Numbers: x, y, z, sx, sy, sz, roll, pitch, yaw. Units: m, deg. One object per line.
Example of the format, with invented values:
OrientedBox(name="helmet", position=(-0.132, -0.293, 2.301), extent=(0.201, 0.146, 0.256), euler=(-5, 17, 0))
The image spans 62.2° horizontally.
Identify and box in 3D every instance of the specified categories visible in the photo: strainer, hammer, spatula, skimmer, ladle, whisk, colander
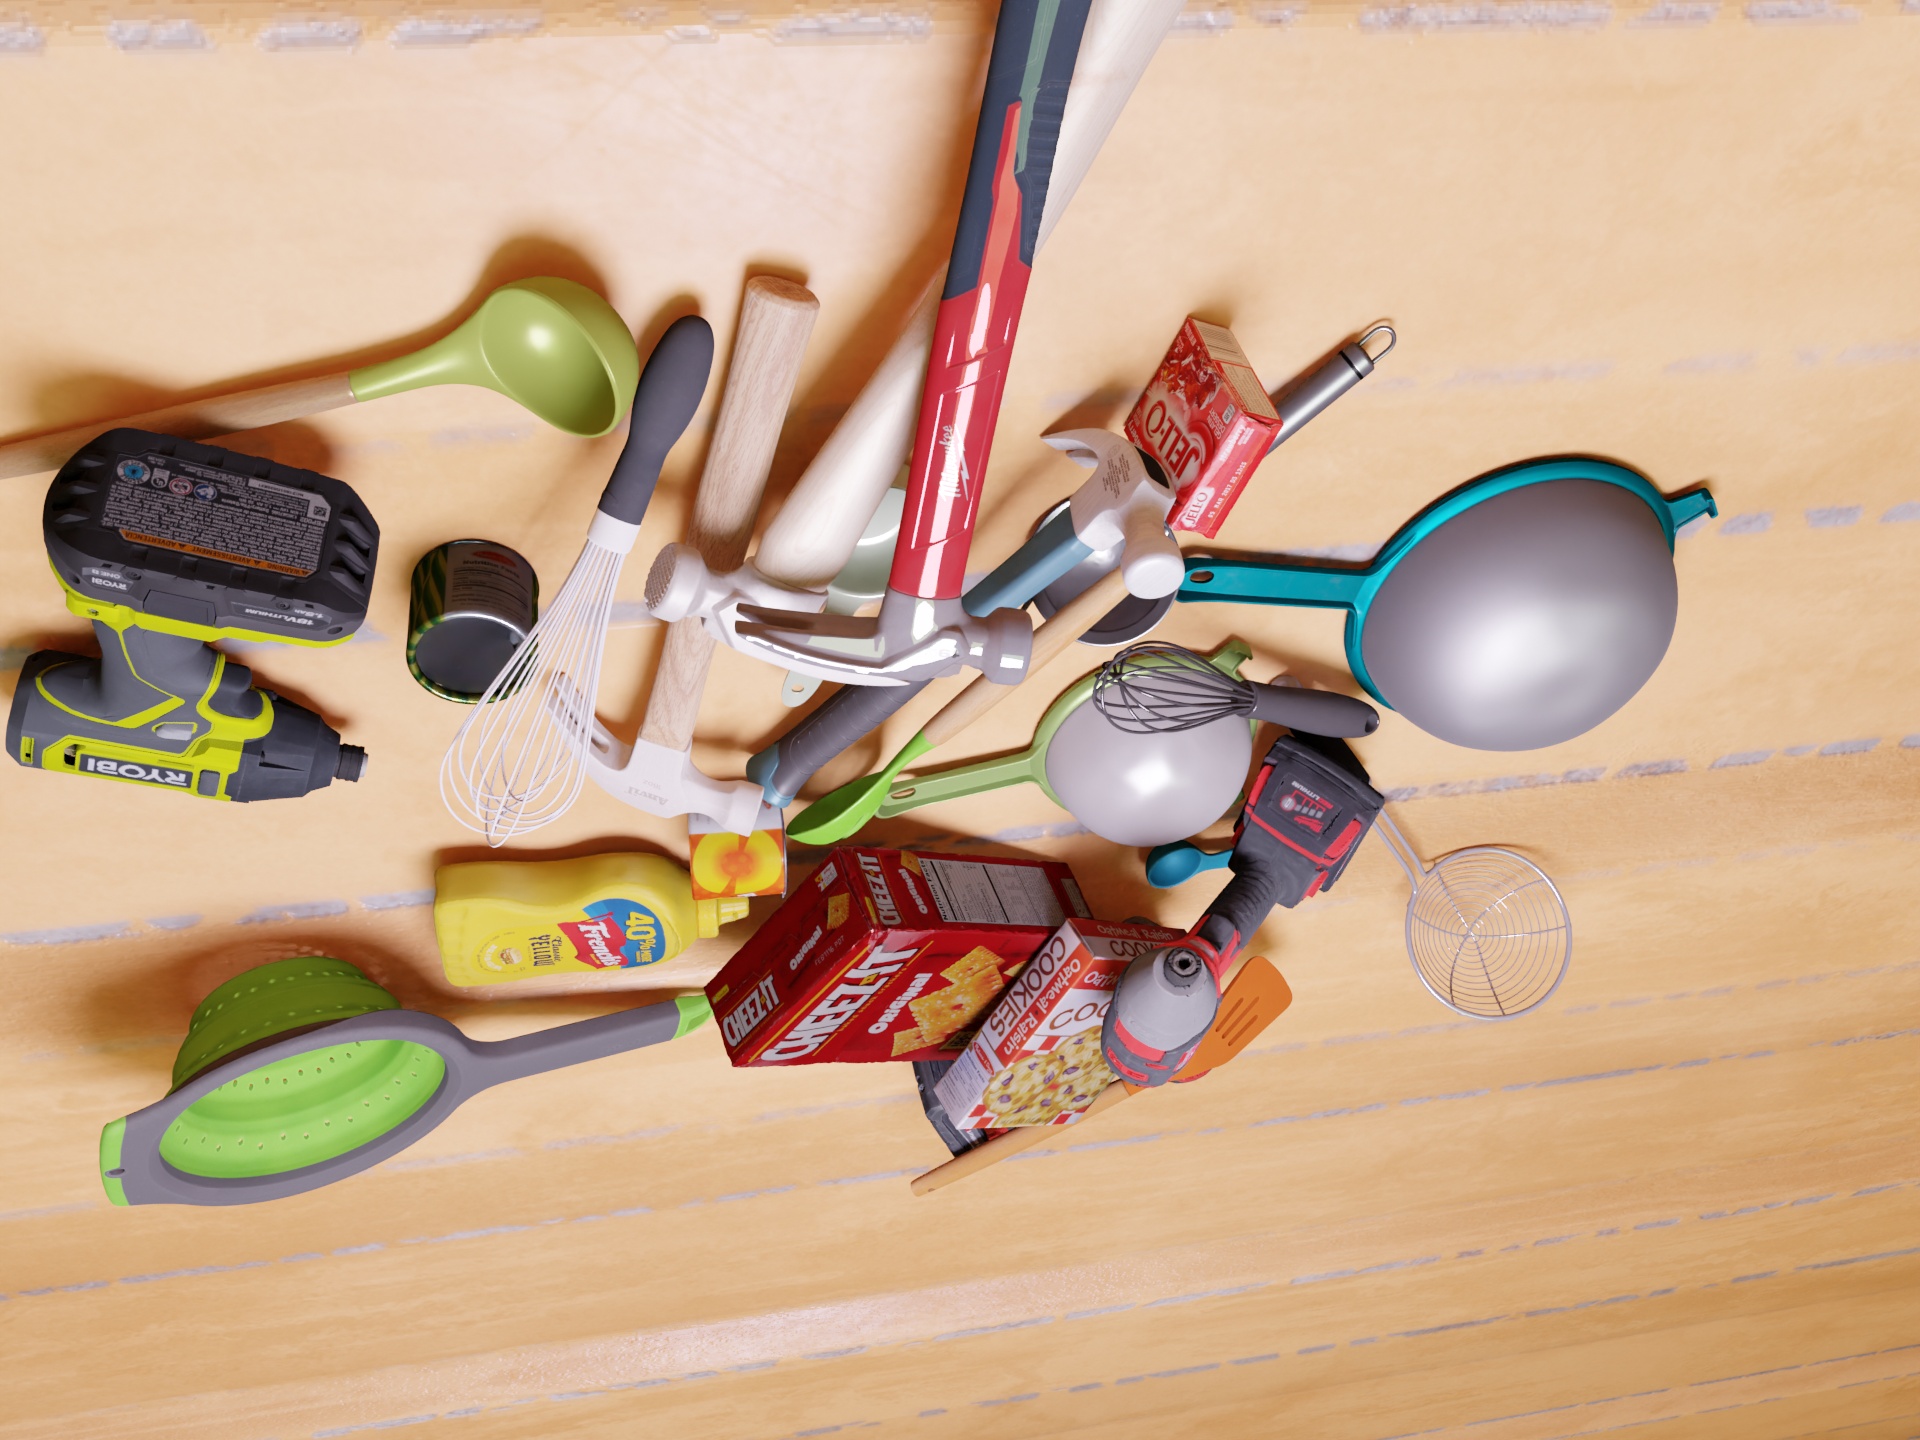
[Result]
OrientedBox(name="strainer", position=(0.131, -0.125, 0.868), extent=(0.258, 0.050, 0.087), euler=(-39, 88, 17))
OrientedBox(name="hammer", position=(-0.012, -0.042, 0.875), extent=(0.033, 0.128, 0.331), euler=(26, 132, -34))
OrientedBox(name="hammer", position=(-0.004, -0.190, 0.678), extent=(0.143, 0.038, 0.386), euler=(6, 121, -11))
OrientedBox(name="spatula", position=(0.100, 0.274, 1.181), extent=(0.322, 0.041, 0.080), euler=(-29, 136, 13))
OrientedBox(name="strainer", position=(0.073, 0.043, 1.002), extent=(0.256, 0.069, 0.151), euler=(-12, 137, -5))
OrientedBox(name="hammer", position=(0.008, -0.188, 0.735), extent=(0.146, 0.038, 0.410), euler=(19, 119, -30))
OrientedBox(name="skimmer", position=(0.320, 0.086, 1.098), extent=(0.127, 0.090, 0.362), euler=(-52, 130, -9))
OrientedBox(name="ladle", position=(-0.304, -0.141, 0.727), extent=(0.320, 0.062, 0.078), euler=(-12, 133, 1))
OrientedBox(name="hammer", position=(-0.135, -0.078, 0.836), extent=(0.130, 0.031, 0.331), euler=(17, 126, -6))
OrientedBox(name="whisk", position=(0.171, -0.010, 0.948), extent=(0.238, 0.055, 0.055), euler=(8, 133, -36))
OrientedBox(name="whisk", position=(-0.181, -0.064, 0.775), extent=(0.070, 0.070, 0.284), euler=(18, 106, -29))
OrientedBox(name="colander", position=(-0.356, 0.206, 1.058), extent=(0.397, 0.095, 0.204), euler=(-9, 144, -32))
OrientedBox(name="strainer", position=(0.289, -0.051, 0.945), extent=(0.340, 0.095, 0.210), euler=(2, 134, -19))

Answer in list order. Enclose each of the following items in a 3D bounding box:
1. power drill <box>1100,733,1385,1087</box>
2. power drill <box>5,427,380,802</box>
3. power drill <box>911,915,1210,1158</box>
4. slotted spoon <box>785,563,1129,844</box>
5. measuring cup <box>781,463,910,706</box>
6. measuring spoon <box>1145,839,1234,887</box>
OrientedBox(name="power drill", position=(0.169, 0.120, 0.992), extent=(0.220, 0.078, 0.143), euler=(-48, 162, -26))
OrientedBox(name="power drill", position=(-0.368, -0.034, 0.786), extent=(0.171, 0.080, 0.223), euler=(12, 144, -24))
OrientedBox(name="power drill", position=(0.077, 0.238, 1.202), extent=(0.226, 0.080, 0.187), euler=(-22, 136, 3))
OrientedBox(name="slotted spoon", position=(-0.001, -0.003, 0.903), extent=(0.031, 0.070, 0.313), euler=(49, 130, -3))
OrientedBox(name="measuring cup", position=(-0.067, -0.075, 0.870), extent=(0.083, 0.038, 0.167), euler=(11, 133, -24))
OrientedBox(name="measuring spoon", position=(0.187, 0.091, 1.126), extent=(0.128, 0.021, 0.042), euler=(-8, 136, -20))
